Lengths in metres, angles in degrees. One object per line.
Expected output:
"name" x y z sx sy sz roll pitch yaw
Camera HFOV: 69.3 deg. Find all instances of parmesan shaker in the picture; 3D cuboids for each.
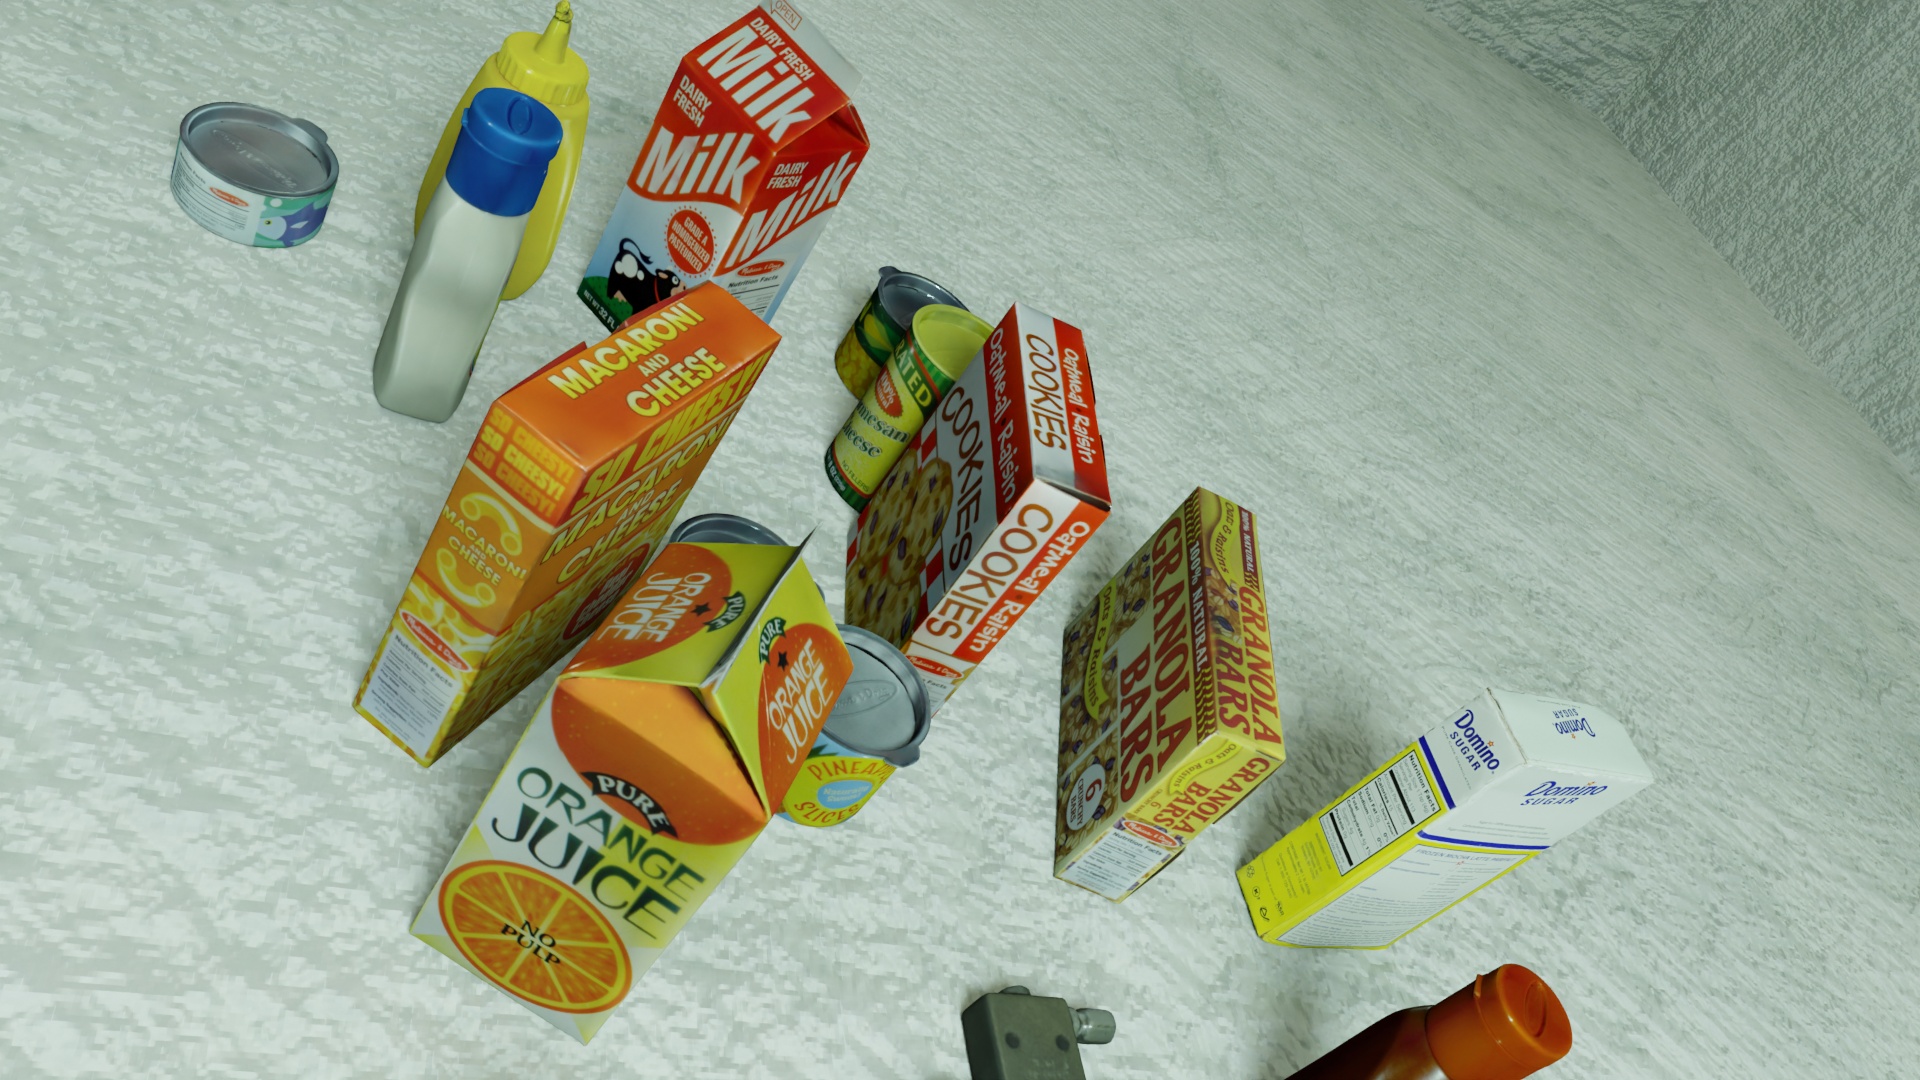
"parmesan shaker" -0.019 -0.061 0.725 0.071 0.102 0.072 23 38 -20

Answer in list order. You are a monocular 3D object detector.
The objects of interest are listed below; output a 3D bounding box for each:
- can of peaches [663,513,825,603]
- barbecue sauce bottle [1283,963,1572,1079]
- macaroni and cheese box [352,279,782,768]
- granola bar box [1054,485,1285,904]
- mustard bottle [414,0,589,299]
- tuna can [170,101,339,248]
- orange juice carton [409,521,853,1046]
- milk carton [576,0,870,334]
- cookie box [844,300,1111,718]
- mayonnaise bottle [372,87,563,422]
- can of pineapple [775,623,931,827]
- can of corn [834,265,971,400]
"can of peaches" -0.102 0.033 0.591 0.071 0.057 0.071 23 38 -20
"barbecue sauce bottle" 0.172 0.216 0.548 0.044 0.147 0.065 42 36 5
"macaroni and cheese box" -0.144 -0.007 0.506 0.040 0.165 0.124 39 36 1
"granola bar box" 0.096 0.070 0.662 0.039 0.123 0.166 27 37 -15
"mustard bottle" -0.208 -0.185 0.651 0.065 0.159 0.049 9 45 -34
"tuna can" -0.324 -0.169 0.642 0.071 0.032 0.071 23 38 -20
"orange juice carton" -0.098 0.072 0.437 0.073 0.191 0.072 35 36 -5
"milk carton" -0.113 -0.175 0.695 0.072 0.189 0.074 48 37 13
"cookie box" 0.002 -0.008 0.631 0.040 0.166 0.123 22 39 -22
"mayonnaise bottle" -0.210 -0.120 0.589 0.041 0.147 0.065 17 41 -27
"can of pineapple" -0.054 0.079 0.581 0.071 0.057 0.071 23 38 -20
"can of corn" -0.034 -0.115 0.809 0.071 0.058 0.071 23 38 -20
